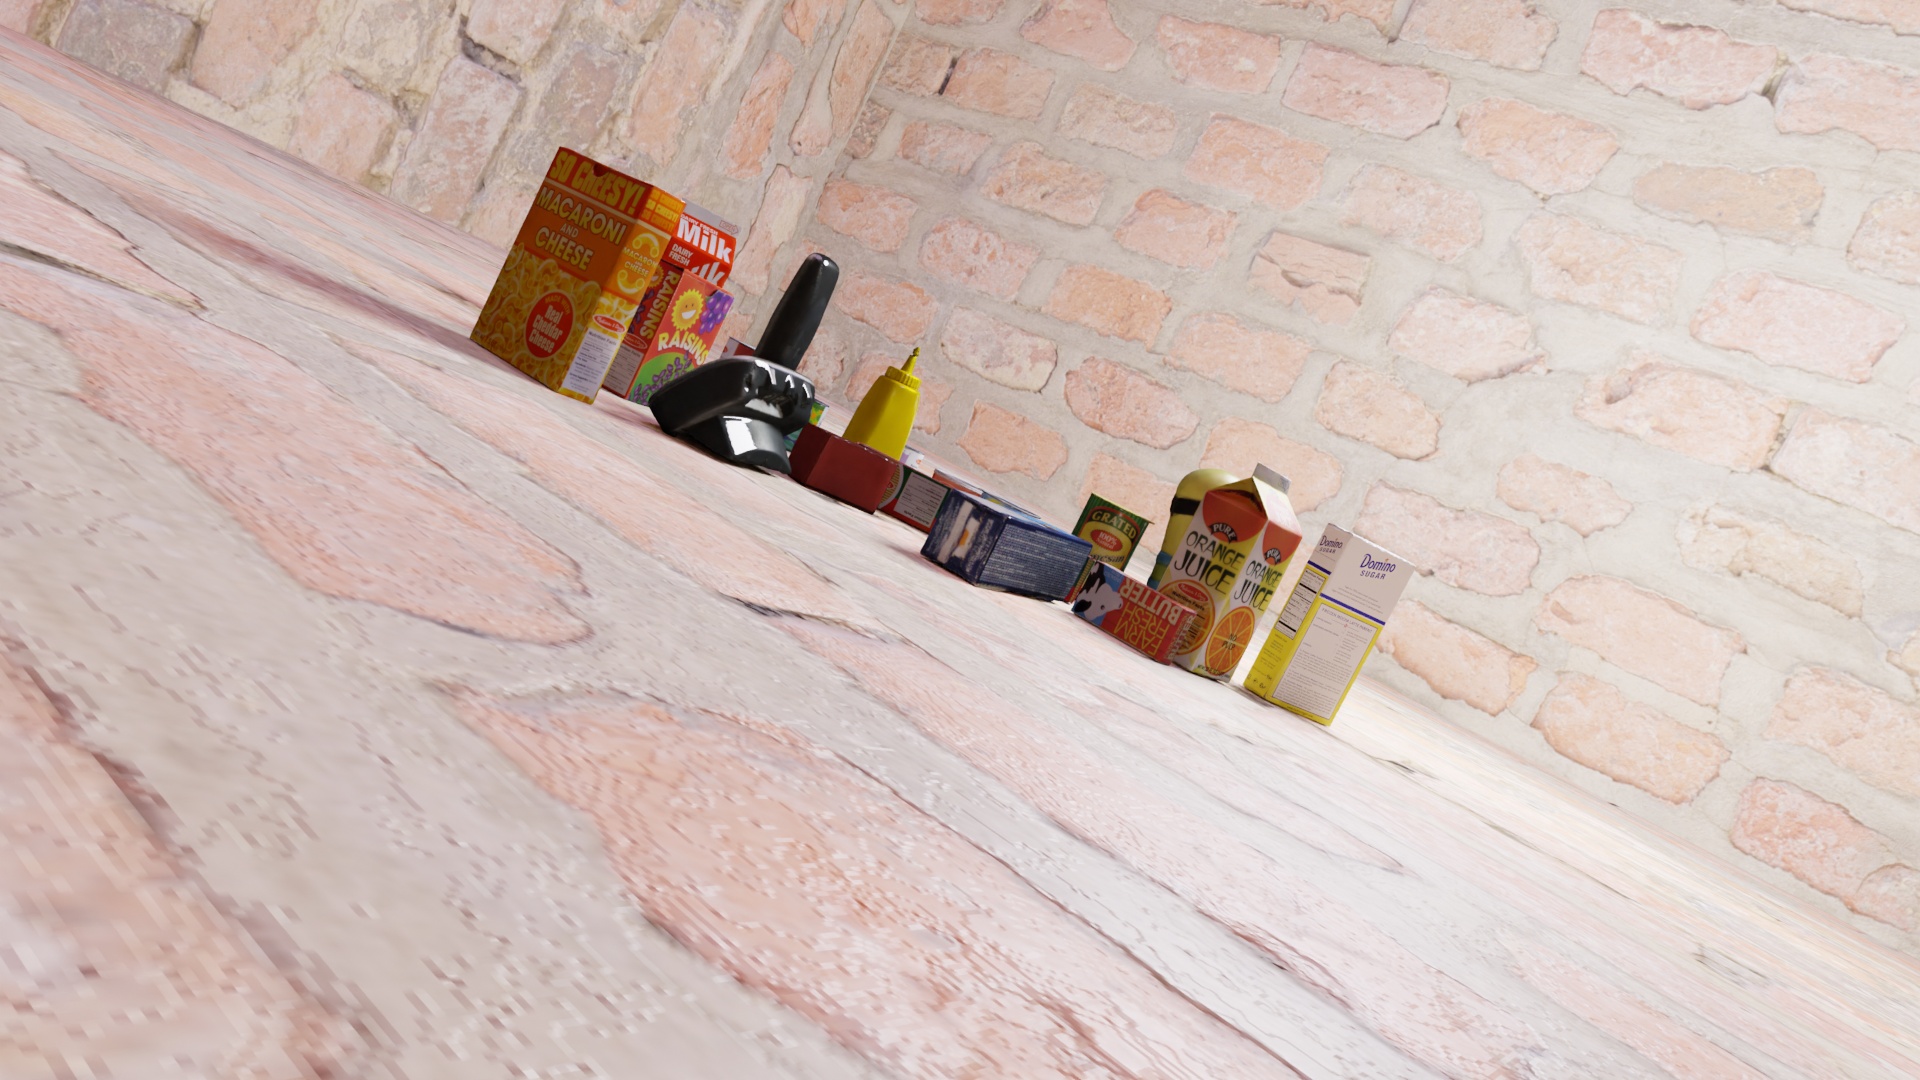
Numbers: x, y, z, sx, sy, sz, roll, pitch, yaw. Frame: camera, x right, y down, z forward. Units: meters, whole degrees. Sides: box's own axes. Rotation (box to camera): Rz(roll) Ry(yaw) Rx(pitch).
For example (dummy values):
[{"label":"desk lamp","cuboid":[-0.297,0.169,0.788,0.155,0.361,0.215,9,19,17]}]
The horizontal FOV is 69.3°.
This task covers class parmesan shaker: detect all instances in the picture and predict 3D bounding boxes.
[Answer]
[{"label":"parmesan shaker","cuboid":[0.140,0.013,1.390,0.071,0.103,0.071,26,4,-2]}]

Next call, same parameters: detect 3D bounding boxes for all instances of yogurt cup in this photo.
[{"label":"yogurt cup","cuboid":[-0.008,-0.038,1.464,0.072,0.054,0.072,26,4,-2]}]

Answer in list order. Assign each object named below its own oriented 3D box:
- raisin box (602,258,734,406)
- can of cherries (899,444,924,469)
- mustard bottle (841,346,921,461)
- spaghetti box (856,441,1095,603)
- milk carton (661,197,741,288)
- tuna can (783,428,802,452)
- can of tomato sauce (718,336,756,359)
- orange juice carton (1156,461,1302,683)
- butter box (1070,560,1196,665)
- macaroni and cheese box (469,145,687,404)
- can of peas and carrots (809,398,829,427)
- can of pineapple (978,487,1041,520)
[{"label":"raisin box","cuboid":[-0.259,-0.179,1.227,0.040,0.123,0.086,28,4,22]},{"label":"can of cherries","cuboid":[-0.084,-0.087,1.564,0.071,0.058,0.071,26,4,-2]},{"label":"mustard bottle","cuboid":[-0.079,-0.135,1.488,0.065,0.160,0.049,22,6,-45]},{"label":"spaghetti box","cuboid":[0.005,-0.016,1.308,0.250,0.050,0.029,26,4,5]},{"label":"milk carton","cuboid":[-0.298,-0.254,1.438,0.072,0.190,0.073,24,4,-27]},{"label":"tuna can","cuboid":[-0.176,-0.112,1.501,0.071,0.033,0.071,26,4,-2]},{"label":"can of tomato sauce","cuboid":[-0.232,-0.165,1.479,0.071,0.083,0.071,26,4,-2]},{"label":"orange juice carton","cuboid":[0.239,0.024,1.244,0.073,0.192,0.072,29,5,40]},{"label":"butter box","cuboid":[0.149,0.062,1.198,0.103,0.053,0.024,29,5,38]},{"label":"macaroni and cheese box","cuboid":[-0.290,-0.202,1.047,0.124,0.166,0.040,29,5,35]},{"label":"can of peas and carrots","cuboid":[-0.195,-0.144,1.596,0.071,0.058,0.071,26,4,-2]},{"label":"can of pineapple","cuboid":[0.038,-0.012,1.399,0.071,0.058,0.071,26,4,-2]}]
